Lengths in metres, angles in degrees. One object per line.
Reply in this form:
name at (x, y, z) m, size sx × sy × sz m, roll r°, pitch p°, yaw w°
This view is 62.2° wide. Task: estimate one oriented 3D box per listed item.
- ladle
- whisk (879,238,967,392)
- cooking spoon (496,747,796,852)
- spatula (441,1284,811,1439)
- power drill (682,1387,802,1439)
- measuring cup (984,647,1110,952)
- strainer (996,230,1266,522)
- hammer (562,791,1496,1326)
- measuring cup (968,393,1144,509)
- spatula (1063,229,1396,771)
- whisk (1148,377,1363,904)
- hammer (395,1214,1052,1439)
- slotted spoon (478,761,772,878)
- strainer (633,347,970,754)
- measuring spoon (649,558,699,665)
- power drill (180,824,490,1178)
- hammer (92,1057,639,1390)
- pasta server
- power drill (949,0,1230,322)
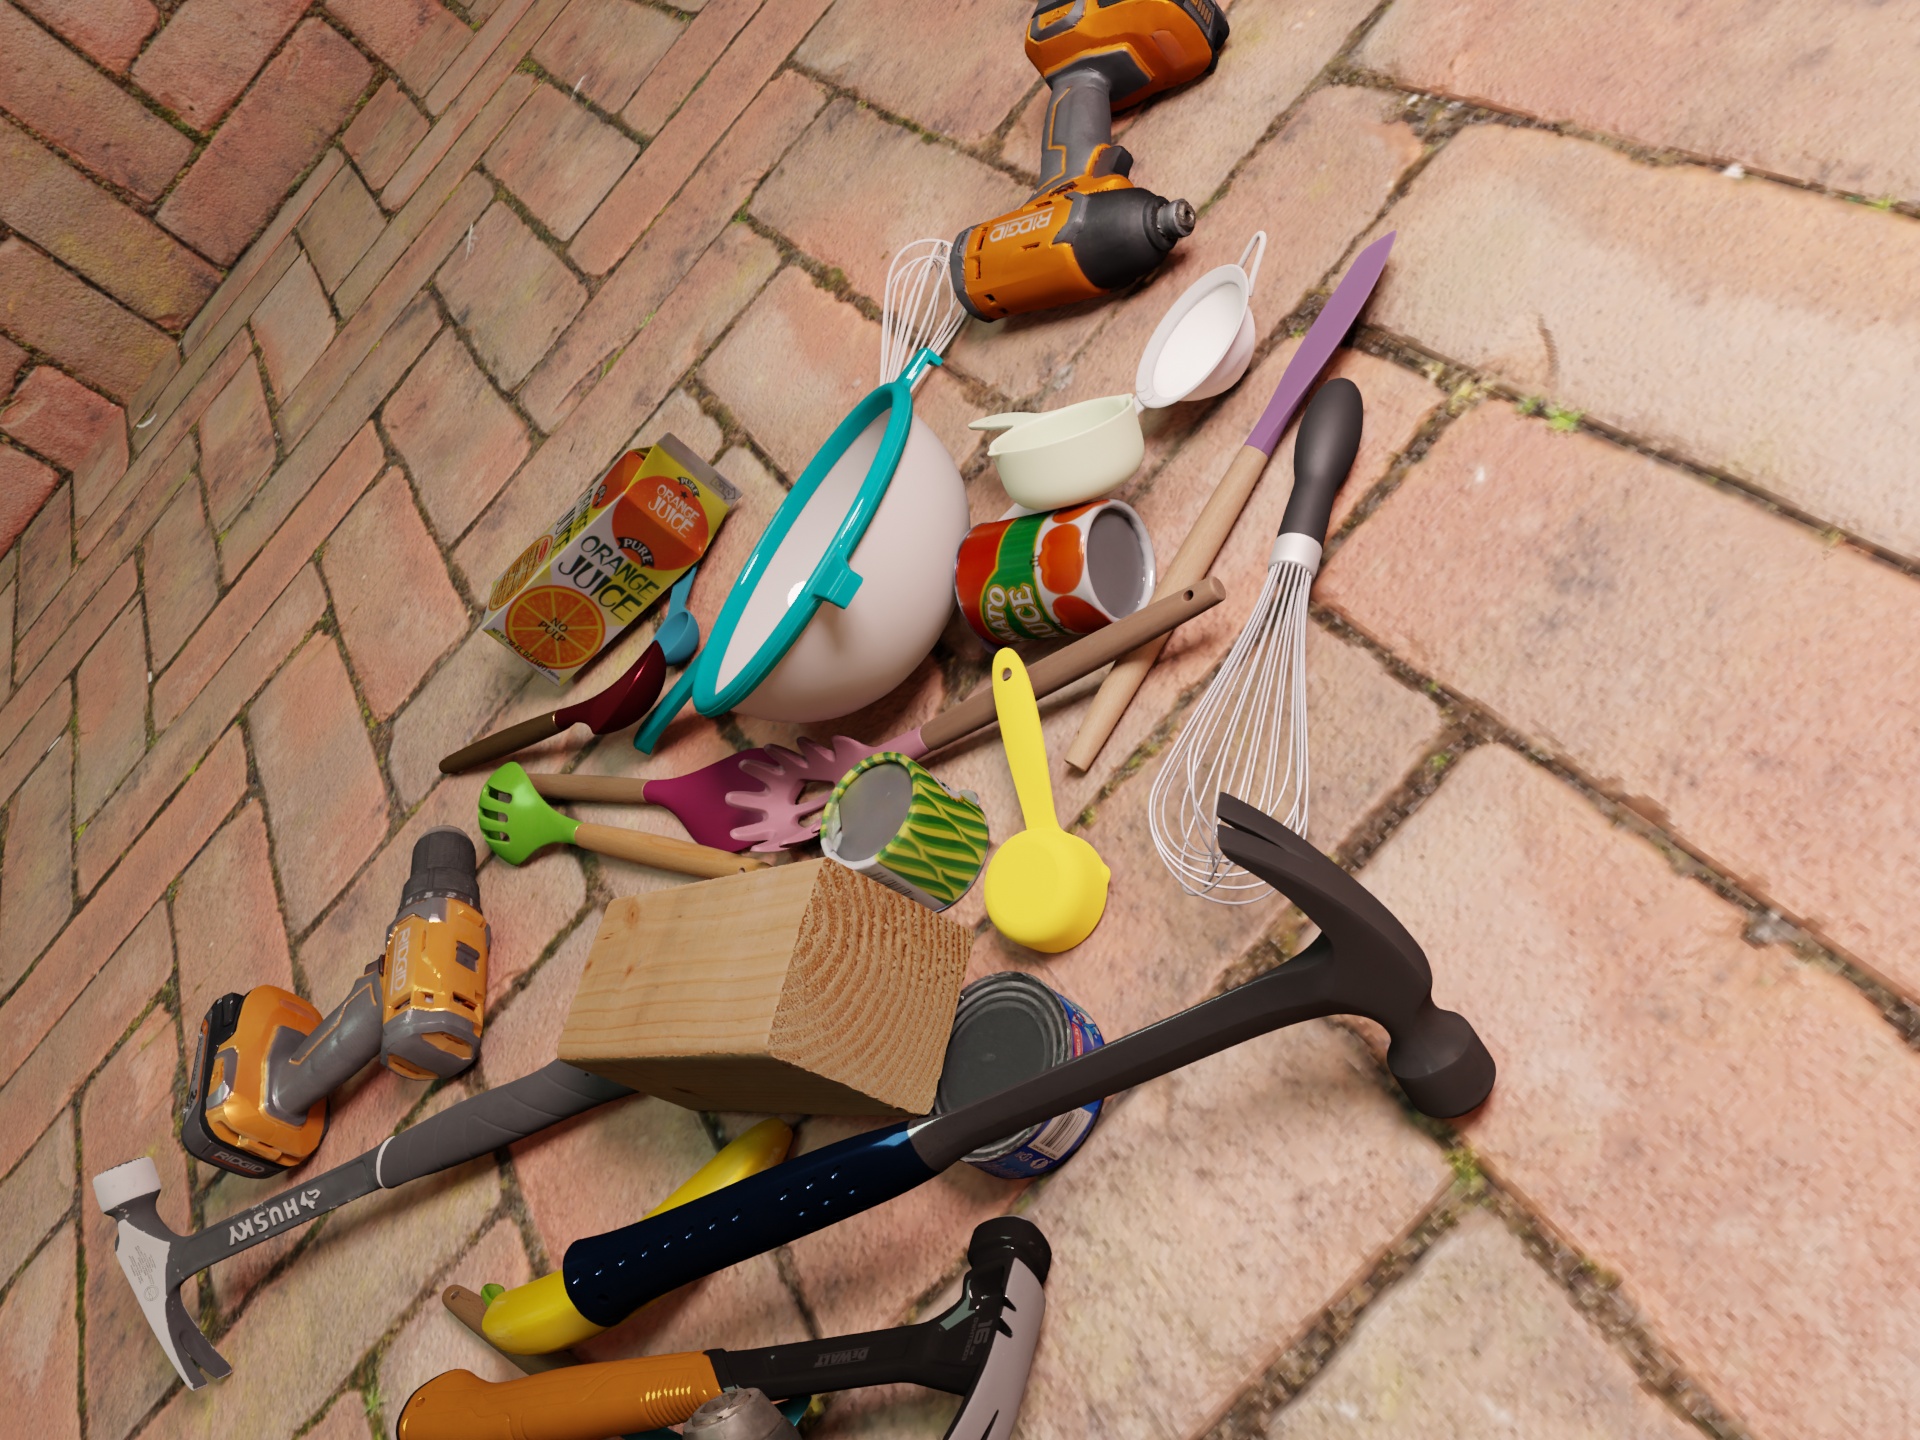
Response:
ladle at (-0.287, 0.005, 1.092) m, size 0.315 × 0.031 × 0.069 m, roll -17°, pitch 39°, yaw 46°
whisk at (-0.046, -0.204, 1.024) m, size 0.058 × 0.059 × 0.246 m, roll 125°, pitch 164°, yaw -74°
cooking spoon at (-0.214, 0.045, 1.023) m, size 0.319 × 0.017 × 0.069 m, roll 0°, pitch 64°, yaw 44°
spatula at (-0.182, 0.320, 0.773) m, size 0.318 × 0.044 × 0.082 m, roll 3°, pitch 41°, yaw 47°
power drill at (-0.111, 0.355, 0.593) m, size 0.226 × 0.080 × 0.188 m, roll -25°, pitch 86°, yaw 30°
measuring cup at (0.028, 0.033, 0.758) m, size 0.062 × 0.029 × 0.157 m, roll -24°, pitch 64°, yaw 30°
strainer at (0.083, -0.155, 0.868) m, size 0.258 × 0.050 × 0.087 m, roll -43°, pitch 30°, yaw 21°
hammer at (-0.008, 0.162, 0.635) m, size 0.405 × 0.144 × 0.035 m, roll -29°, pitch 20°, yaw 24°
measuring cup at (0.041, -0.143, 0.848) m, size 0.083 × 0.038 × 0.168 m, roll -25°, pitch 19°, yaw -13°
spatula at (0.136, -0.113, 0.795) m, size 0.316 × 0.018 × 0.060 m, roll -59°, pitch 10°, yaw -5°
whisk at (0.143, -0.047, 0.720) m, size 0.070 × 0.070 × 0.285 m, roll -6°, pitch 54°, yaw 41°
hammer at (-0.121, 0.293, 0.681) m, size 0.337 × 0.034 × 0.127 m, roll -19°, pitch 24°, yaw 27°
slotted spoon at (-0.222, 0.073, 1.000) m, size 0.314 × 0.031 × 0.070 m, roll 7°, pitch 95°, yaw 43°
strainer at (-0.090, -0.046, 0.930) m, size 0.340 × 0.095 × 0.211 m, roll -41°, pitch 25°, yaw 46°
measuring spoon at (-0.186, -0.082, 1.096) m, size 0.042 × 0.021 × 0.129 m, roll -31°, pitch 35°, yaw 30°
power drill at (-0.406, 0.183, 1.064) m, size 0.226 × 0.084 × 0.186 m, roll -32°, pitch 43°, yaw 18°
hammer at (-0.352, 0.275, 0.945) m, size 0.409 × 0.036 × 0.149 m, roll -26°, pitch 81°, yaw 20°
pasta server at (-0.001, -0.003, 0.822) m, size 0.316 × 0.040 × 0.060 m, roll -27°, pitch 62°, yaw 33°
power drill at (0.092, -0.358, 0.978) m, size 0.164 × 0.084 × 0.227 m, roll 0°, pitch 66°, yaw 43°
